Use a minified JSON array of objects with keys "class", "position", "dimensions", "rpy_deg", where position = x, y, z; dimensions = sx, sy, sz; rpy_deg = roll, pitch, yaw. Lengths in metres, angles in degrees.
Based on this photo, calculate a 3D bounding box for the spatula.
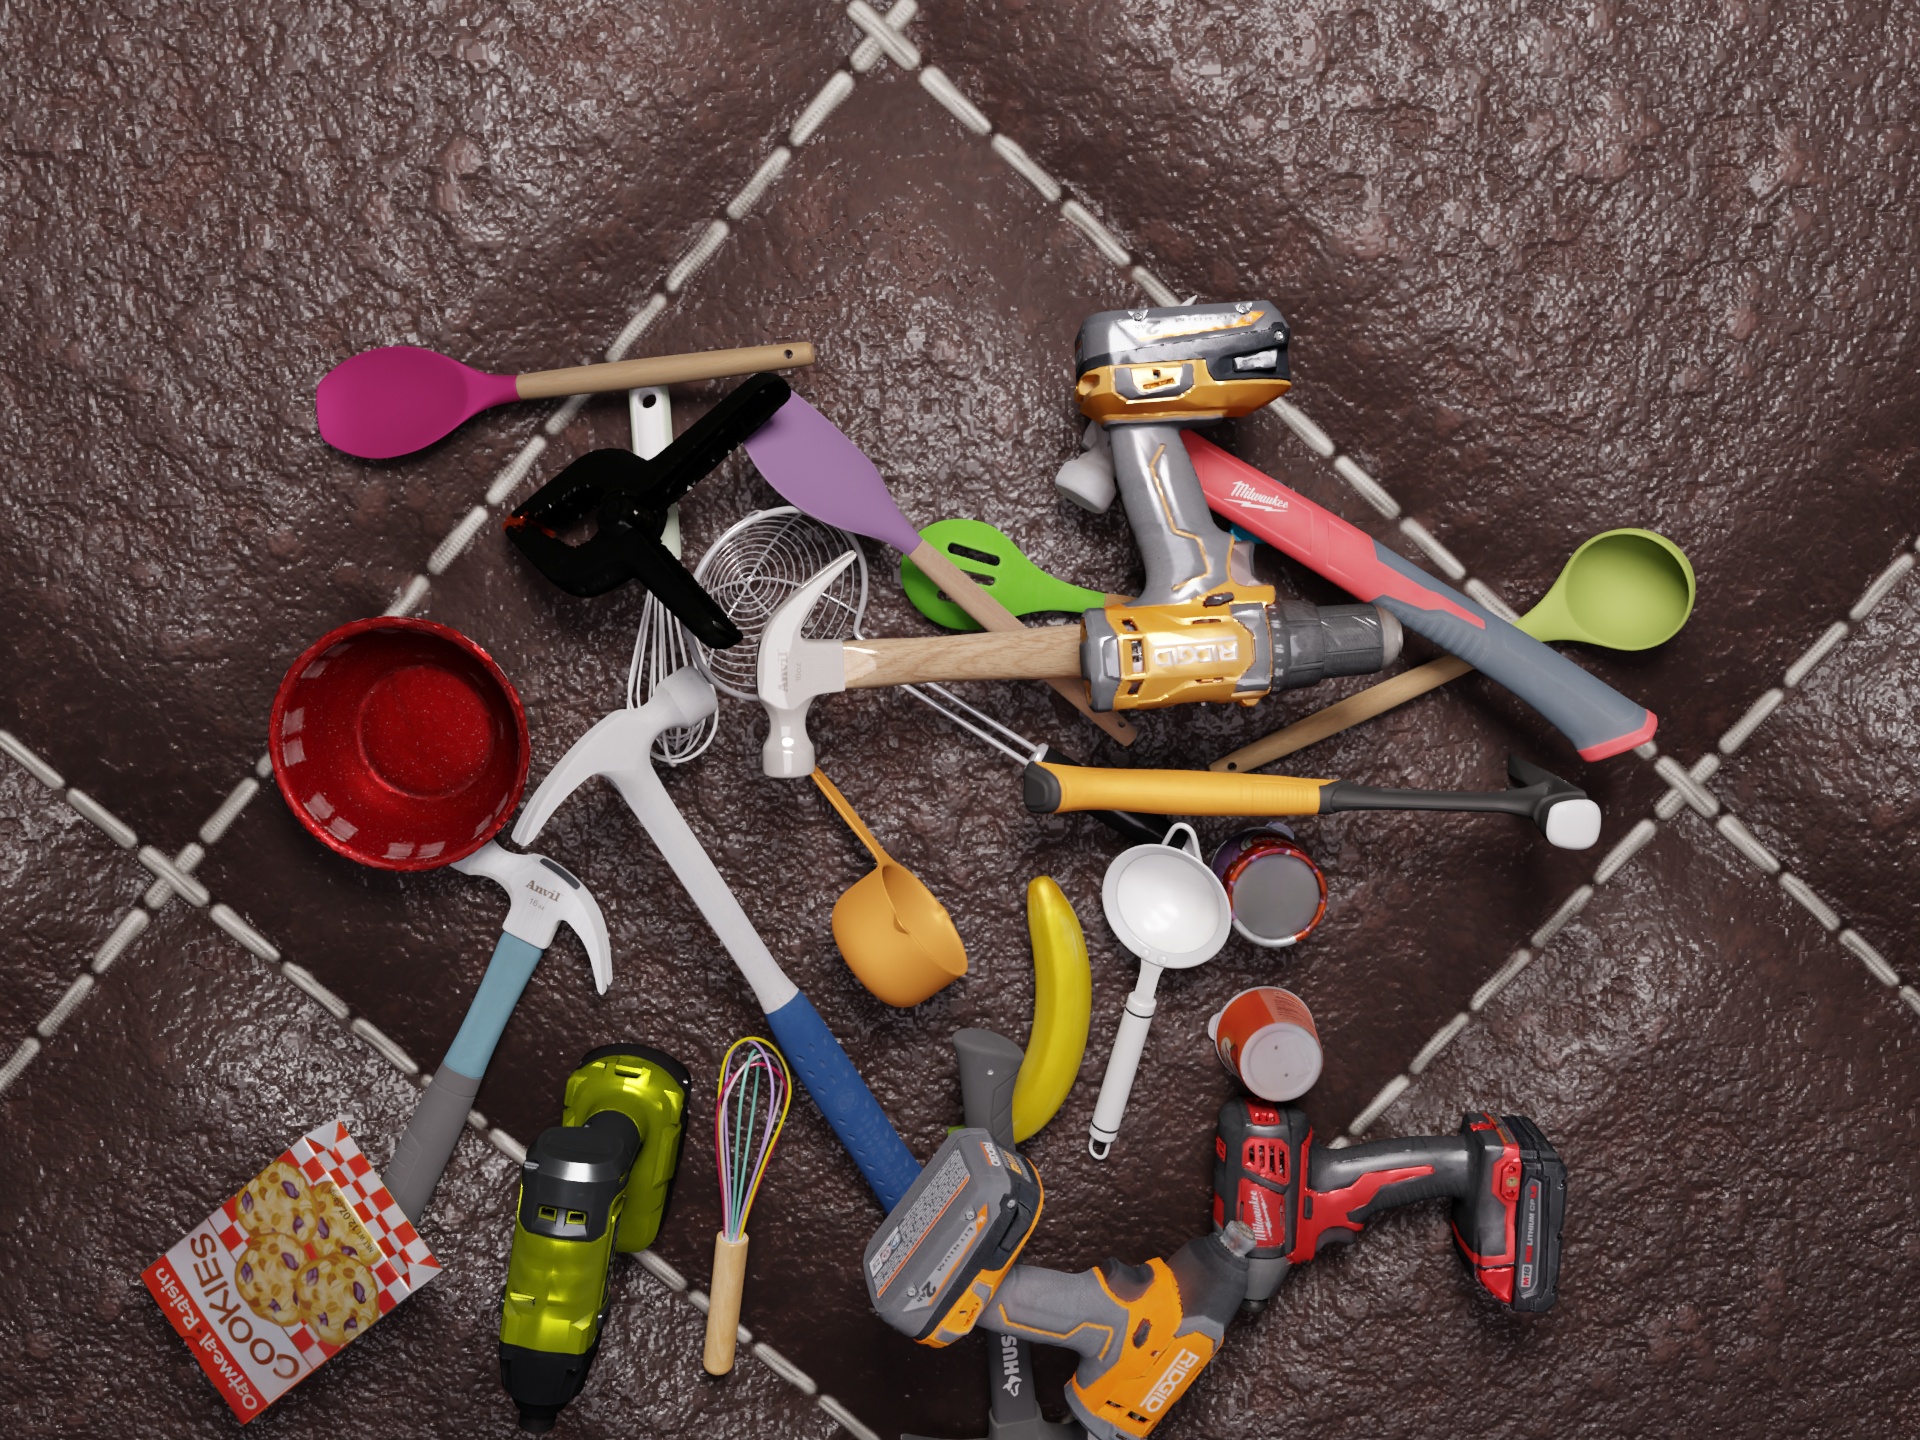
[{"class":"spatula","position":[-0.010,-0.088,0.978],"dimensions":[0.315,0.018,0.060],"rpy_deg":[40,65,-11]}]

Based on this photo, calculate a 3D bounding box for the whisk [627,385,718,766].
[{"class":"whisk","position":[-0.188,-0.093,0.998],"dimensions":[0.058,0.059,0.246],"rpy_deg":[-4,94,0]}]

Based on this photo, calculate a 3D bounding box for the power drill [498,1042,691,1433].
[{"class":"power drill","position":[-0.226,0.303,0.967],"dimensions":[0.080,0.223,0.171],"rpy_deg":[10,98,-2]}]

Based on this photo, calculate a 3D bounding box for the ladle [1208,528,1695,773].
[{"class":"ladle","position":[0.307,-0.031,1.010],"dimensions":[0.320,0.062,0.078],"rpy_deg":[-25,91,6]}]

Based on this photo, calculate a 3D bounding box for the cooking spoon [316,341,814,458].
[{"class":"cooking spoon","position":[-0.246,-0.207,0.977],"dimensions":[0.319,0.017,0.069],"rpy_deg":[-5,89,8]}]

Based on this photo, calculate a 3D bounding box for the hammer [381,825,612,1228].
[{"class":"hammer","position":[-0.336,0.241,1.054],"dimensions":[0.128,0.033,0.331],"rpy_deg":[26,98,-3]}]

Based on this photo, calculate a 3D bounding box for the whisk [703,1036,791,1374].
[{"class":"whisk","position":[-0.147,0.328,1.065],"dimensions":[0.047,0.051,0.245],"rpy_deg":[6,102,-8]}]

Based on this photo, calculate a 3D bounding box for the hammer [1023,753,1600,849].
[{"class":"hammer","position":[0.207,0.044,0.985],"dimensions":[0.337,0.127,0.034],"rpy_deg":[2,100,0]}]

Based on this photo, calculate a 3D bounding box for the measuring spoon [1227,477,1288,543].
[{"class":"measuring spoon","position":[0.165,-0.103,0.999],"dimensions":[0.042,0.021,0.128],"rpy_deg":[43,82,-3]}]

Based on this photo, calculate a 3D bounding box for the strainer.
[{"class":"strainer","position":[0.119,0.177,1.038],"dimensions":[0.087,0.050,0.258],"rpy_deg":[21,110,21]}]

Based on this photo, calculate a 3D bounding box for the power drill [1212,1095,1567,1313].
[{"class":"power drill","position":[0.277,0.327,1.055],"dimensions":[0.219,0.078,0.143],"rpy_deg":[2,99,2]}]

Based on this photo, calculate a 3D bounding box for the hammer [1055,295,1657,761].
[{"class":"hammer","position":[0.258,-0.105,0.972],"dimensions":[0.386,0.038,0.143],"rpy_deg":[32,89,3]}]

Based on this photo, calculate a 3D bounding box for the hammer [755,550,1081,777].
[{"class":"hammer","position":[0.042,-0.043,0.963],"dimensions":[0.331,0.031,0.130],"rpy_deg":[-4,101,-12]}]

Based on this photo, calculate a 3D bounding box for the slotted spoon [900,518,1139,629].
[{"class":"slotted spoon","position":[0.116,-0.071,1.016],"dimensions":[0.313,0.031,0.070],"rpy_deg":[10,97,-4]}]

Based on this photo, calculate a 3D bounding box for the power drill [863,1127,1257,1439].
[{"class":"power drill","position":[0.072,0.347,0.997],"dimensions":[0.226,0.084,0.164],"rpy_deg":[34,97,-20]}]

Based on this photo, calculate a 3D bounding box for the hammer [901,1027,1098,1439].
[{"class":"hammer","position":[0.022,0.358,1.049],"dimensions":[0.146,0.035,0.334],"rpy_deg":[-7,106,-7]}]

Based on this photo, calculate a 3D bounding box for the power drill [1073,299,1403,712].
[{"class":"power drill","position":[0.156,-0.120,0.918],"dimensions":[0.185,0.084,0.226],"rpy_deg":[-4,91,-1]}]

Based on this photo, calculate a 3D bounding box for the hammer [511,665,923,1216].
[{"class":"hammer","position":[-0.124,0.172,1.002],"dimensions":[0.144,0.035,0.405],"rpy_deg":[-36,110,-19]}]

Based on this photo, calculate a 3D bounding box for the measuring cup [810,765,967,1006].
[{"class":"measuring cup","position":[-0.067,0.106,1.022],"dimensions":[0.052,0.095,0.174],"rpy_deg":[-39,78,12]}]

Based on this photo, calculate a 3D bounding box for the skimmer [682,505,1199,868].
[{"class":"skimmer","position":[-0.002,-0.003,0.991],"dimensions":[0.363,0.090,0.127],"rpy_deg":[32,93,-6]}]
